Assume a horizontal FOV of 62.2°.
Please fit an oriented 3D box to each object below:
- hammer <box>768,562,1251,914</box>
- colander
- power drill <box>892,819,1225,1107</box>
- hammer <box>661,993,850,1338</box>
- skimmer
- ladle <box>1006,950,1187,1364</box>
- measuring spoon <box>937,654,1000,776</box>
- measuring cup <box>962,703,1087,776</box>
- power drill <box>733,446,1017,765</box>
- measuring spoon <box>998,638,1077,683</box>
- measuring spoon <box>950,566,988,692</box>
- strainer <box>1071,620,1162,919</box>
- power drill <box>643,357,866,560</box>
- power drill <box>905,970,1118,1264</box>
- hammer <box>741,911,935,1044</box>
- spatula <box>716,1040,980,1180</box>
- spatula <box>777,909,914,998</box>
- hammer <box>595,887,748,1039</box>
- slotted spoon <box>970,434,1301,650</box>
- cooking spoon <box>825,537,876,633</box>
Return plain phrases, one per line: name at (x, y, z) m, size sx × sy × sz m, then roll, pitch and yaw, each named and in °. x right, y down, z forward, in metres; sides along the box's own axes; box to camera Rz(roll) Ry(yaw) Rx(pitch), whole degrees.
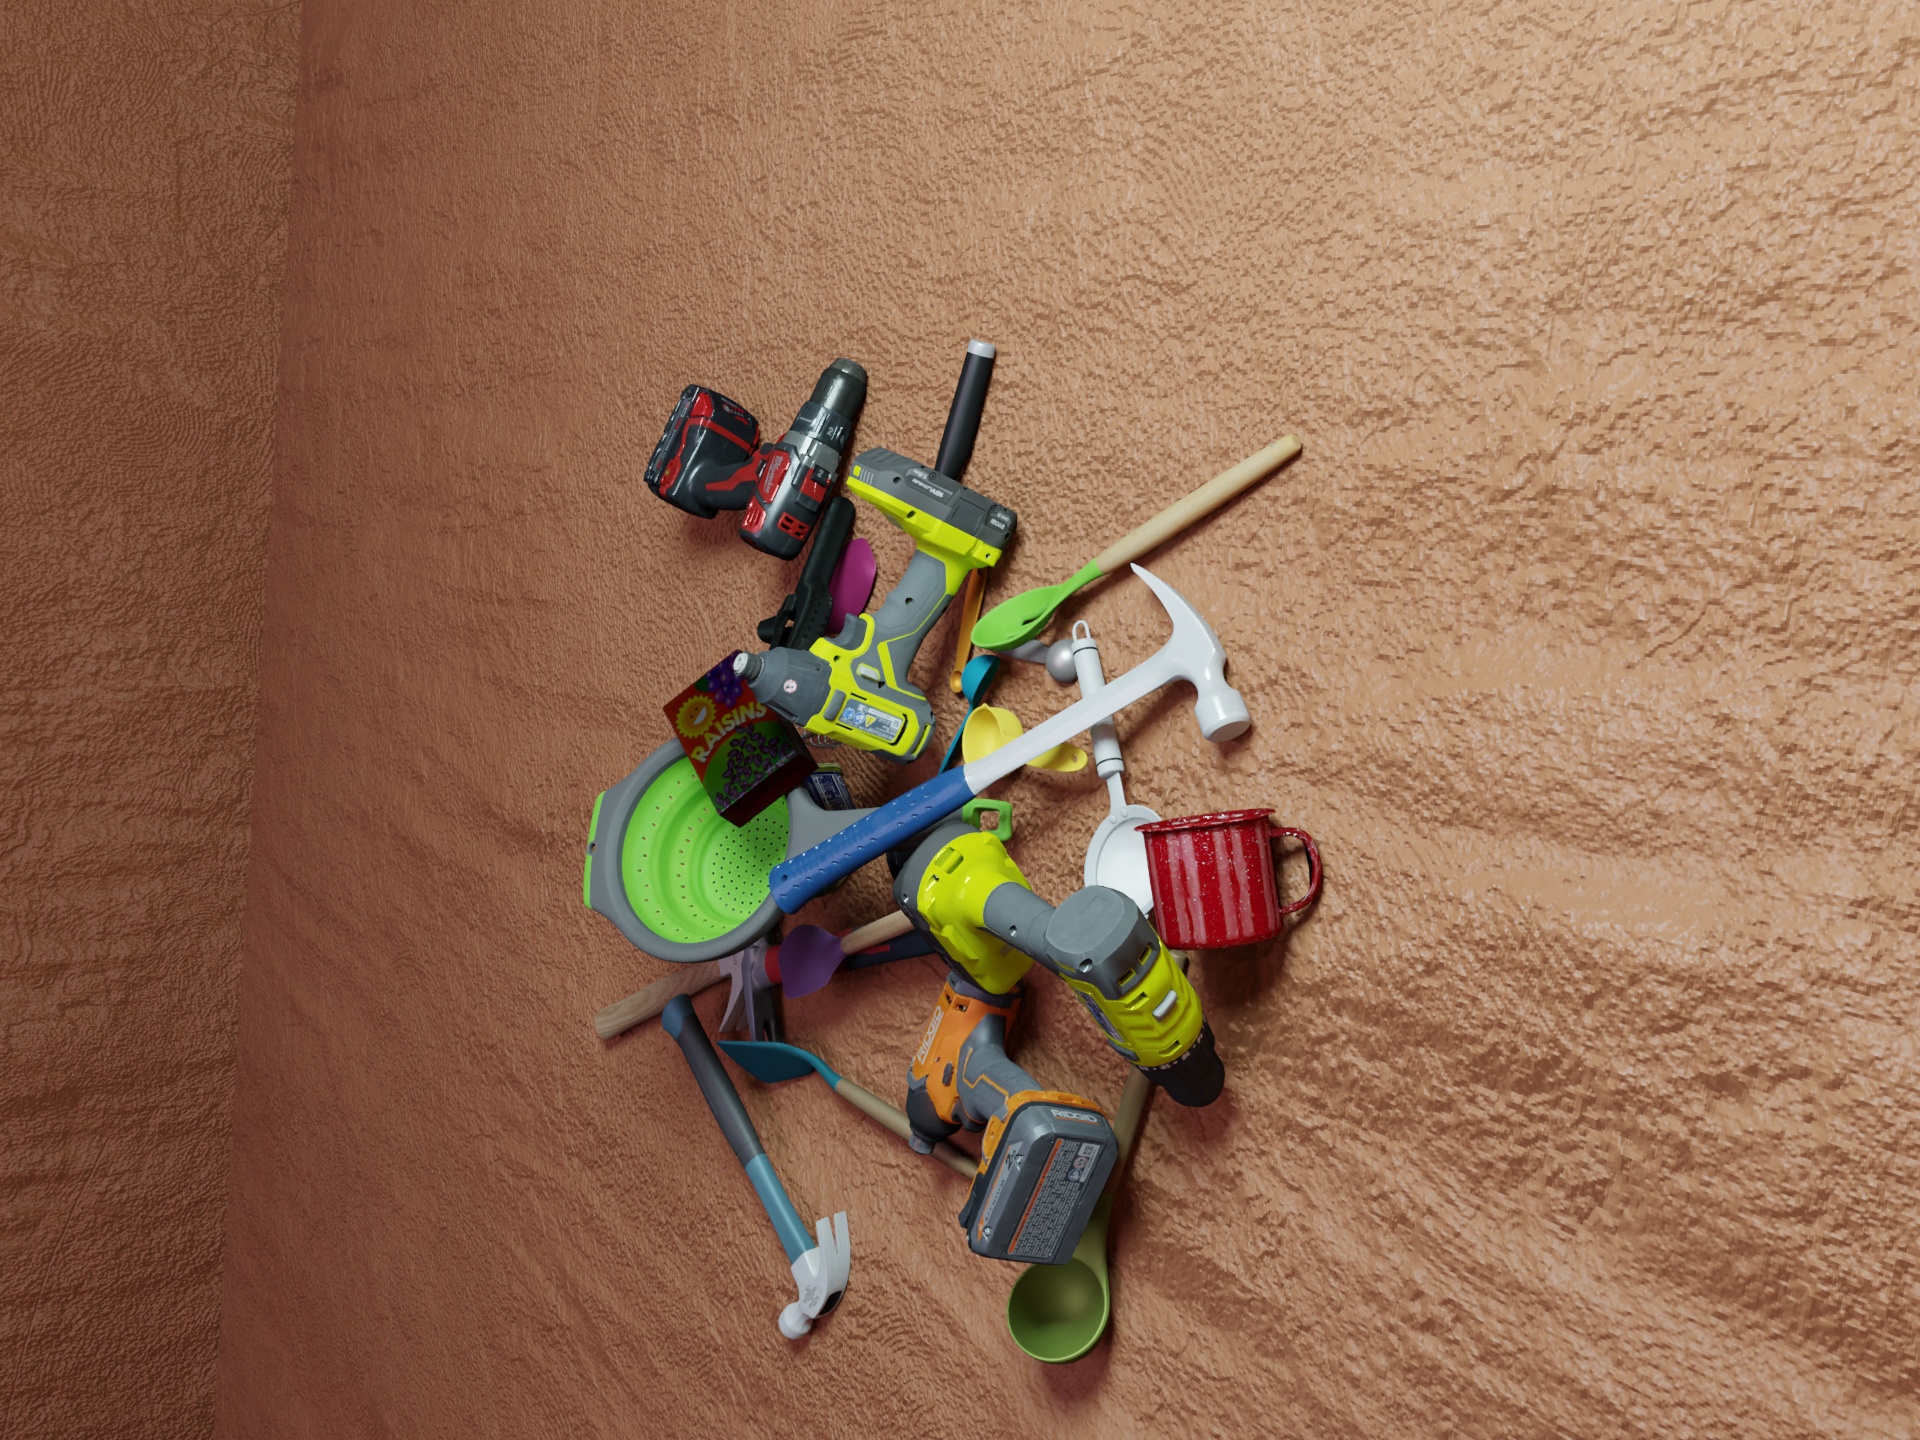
hammer at (0.016, 0.034, 1.173) m, size 0.405 × 0.035 × 0.144 m, roll -31°, pitch 61°, yaw 25°
colander at (-0.127, 0.107, 1.335) m, size 0.397 × 0.094 × 0.205 m, roll -6°, pitch 69°, yaw 24°
power drill at (0.072, 0.166, 1.076) m, size 0.080 × 0.190 × 0.229 m, roll -47°, pitch 37°, yaw -17°
hammer at (-0.201, 0.405, 1.500) m, size 0.331 × 0.033 × 0.128 m, roll 56°, pitch 128°, yaw 26°
skimmer at (-0.061, -0.144, 1.324) m, size 0.127 × 0.090 × 0.363 m, roll -116°, pitch 41°, yaw -68°
ladle at (0.105, 0.314, 1.137) m, size 0.078 × 0.062 × 0.320 m, roll 25°, pitch 106°, yaw 39°
measuring spoon at (-0.002, -0.004, 1.289) m, size 0.021 × 0.042 × 0.128 m, roll 32°, pitch 125°, yaw 10°
measuring cup at (0.055, 0.022, 1.216) m, size 0.157 × 0.029 × 0.062 m, roll 9°, pitch 96°, yaw 55°
power drill at (-0.065, -0.091, 1.241) m, size 0.080 × 0.171 × 0.223 m, roll 34°, pitch 100°, yaw 57°
measuring spoon at (0.049, -0.056, 1.243) m, size 0.124 × 0.018 × 0.034 m, roll 21°, pitch 106°, yaw 50°
measuring spoon at (0.010, -0.079, 1.301) m, size 0.021 × 0.011 × 0.117 m, roll 20°, pitch 101°, yaw 52°
strainer at (0.113, 0.042, 1.147) m, size 0.087 × 0.050 × 0.259 m, roll -32°, pitch 59°, yaw 42°
power drill at (-0.184, -0.256, 1.478) m, size 0.227 × 0.080 × 0.188 m, roll 24°, pitch 88°, yaw 48°
power drill at (0.022, 0.299, 1.179) m, size 0.164 × 0.084 × 0.227 m, roll -68°, pitch 25°, yaw 14°
hammer at (-0.089, 0.212, 1.369) m, size 0.386 × 0.038 × 0.143 m, roll -22°, pitch 74°, yaw 54°
spatula at (-0.093, 0.339, 1.386) m, size 0.318 × 0.082 × 0.044 m, roll 18°, pitch 64°, yaw 46°
spatula at (-0.081, 0.177, 1.305) m, size 0.316 × 0.018 × 0.060 m, roll -30°, pitch 69°, yaw 53°
hammer at (-0.298, 0.282, 1.652) m, size 0.331 × 0.031 × 0.130 m, roll -32°, pitch 64°, yaw 46°
slotted spoon at (0.120, -0.122, 1.144) m, size 0.313 × 0.031 × 0.070 m, roll -31°, pitch 21°, yaw 42°
cooking spoon at (-0.166, -0.061, 1.508) m, size 0.318 × 0.017 × 0.069 m, roll -46°, pitch 54°, yaw 39°
